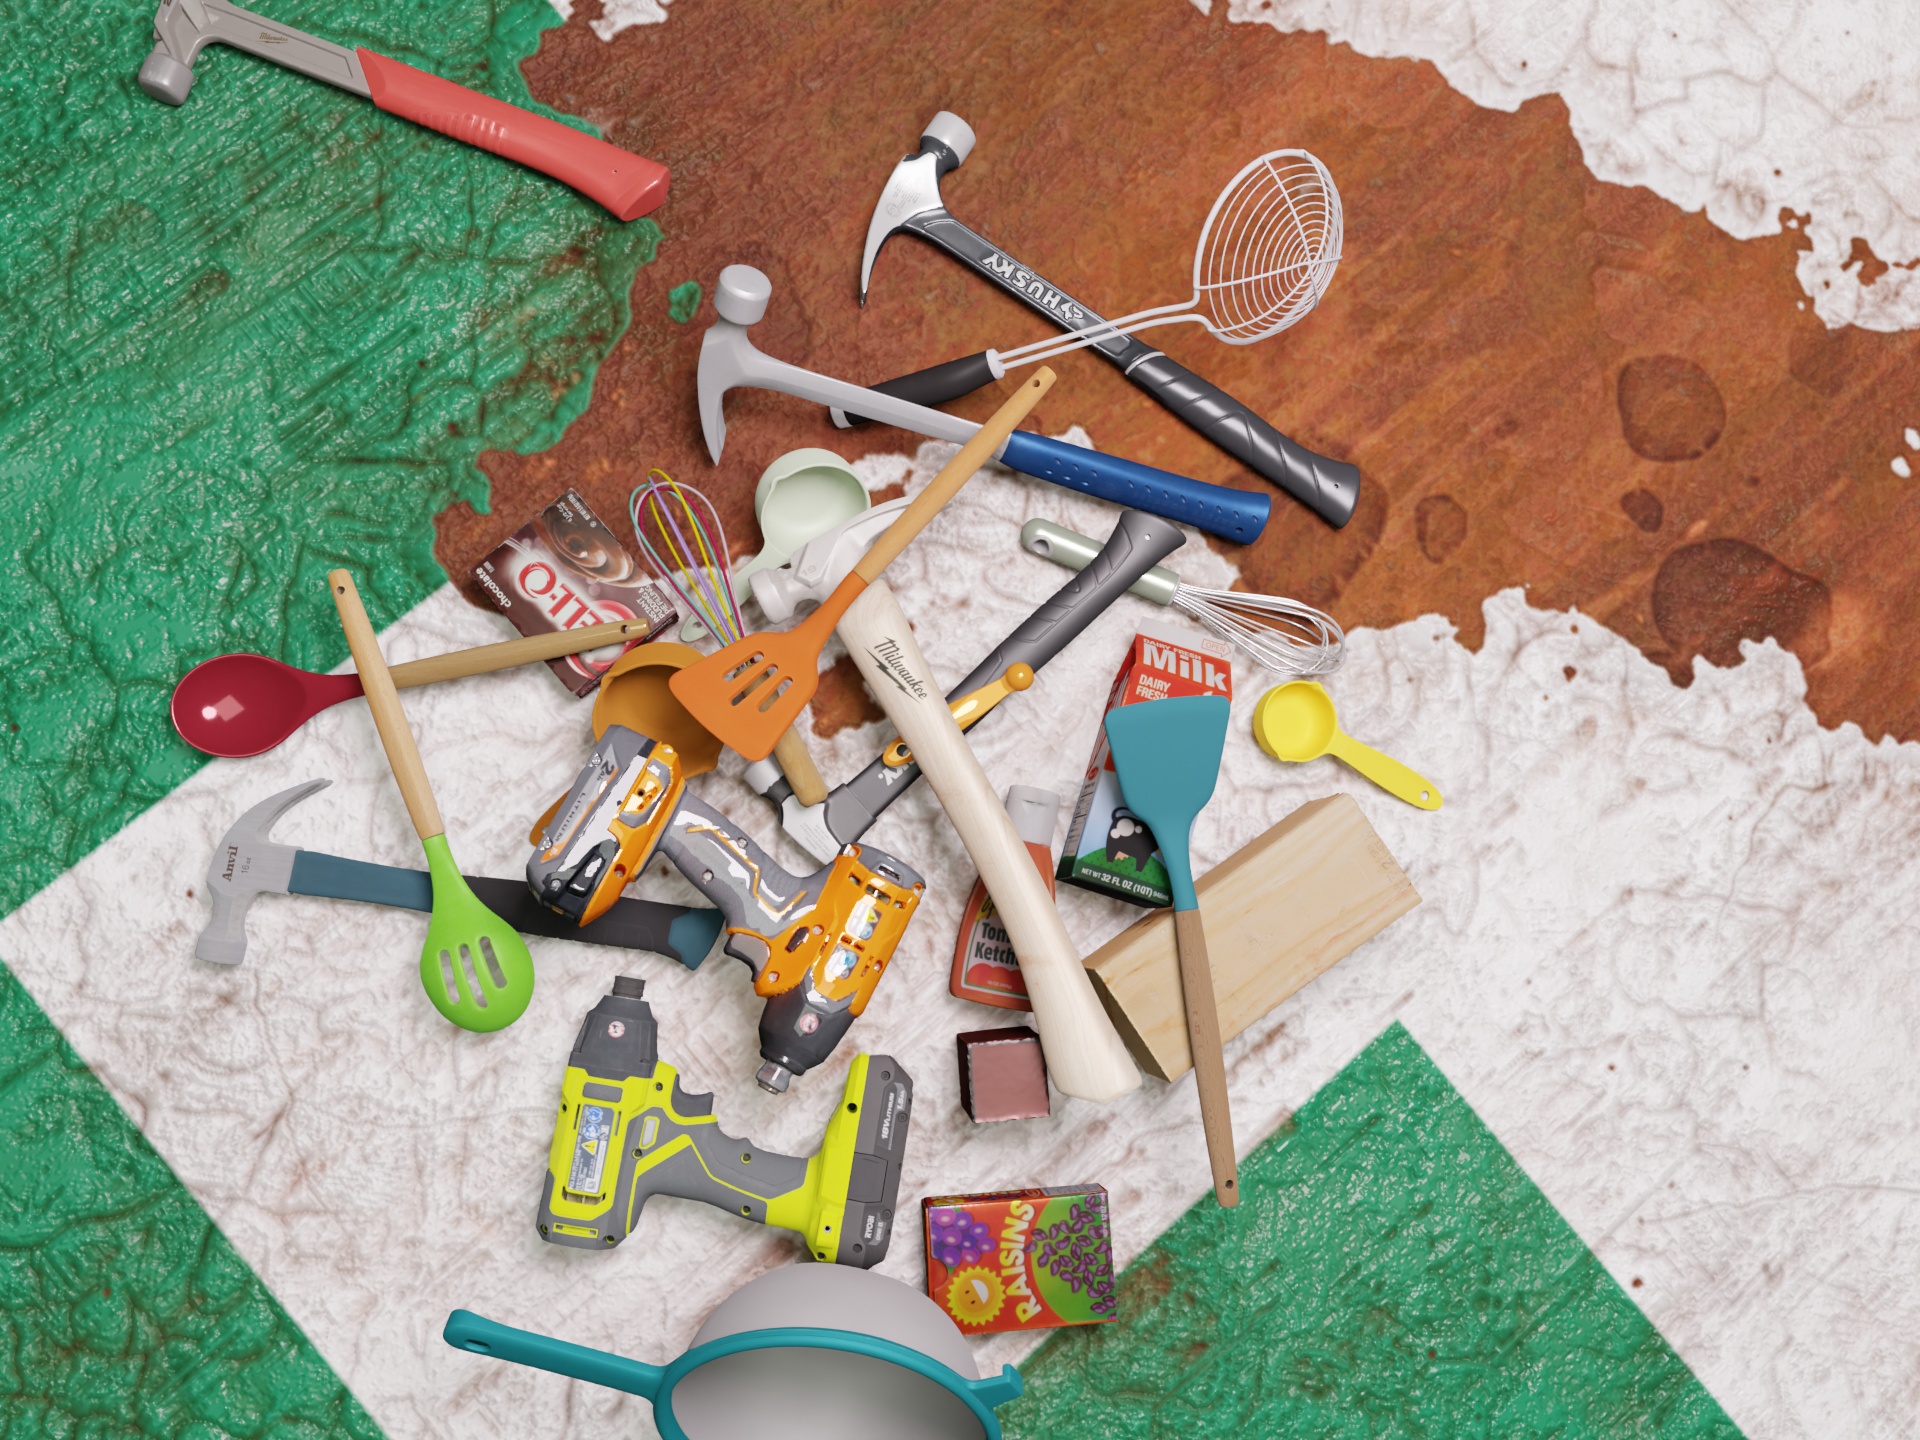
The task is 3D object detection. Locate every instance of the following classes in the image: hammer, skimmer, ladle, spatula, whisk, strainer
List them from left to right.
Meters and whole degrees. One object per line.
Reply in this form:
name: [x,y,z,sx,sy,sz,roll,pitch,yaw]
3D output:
ladle: [-0.358,-0.032,1.044,0.315,0.031,0.069,-11,91,2]
hammer: [-0.373,-0.443,1.108,0.359,0.036,0.149,20,82,-3]
hammer: [-0.322,0.119,1.048,0.331,0.033,0.128,10,83,-5]
whisk: [-0.150,-0.054,1.043,0.047,0.051,0.245,-27,90,32]
strainer: [-0.138,0.384,0.981,0.340,0.210,0.095,17,37,-5]
spatula: [-0.049,-0.111,1.019,0.081,0.041,0.322,41,84,11]
hammer: [0.015,0.049,1.024,0.146,0.038,0.411,-28,79,1]
hammer: [0.018,-0.188,1.092,0.405,0.144,0.035,15,48,-12]
hammer: [0.023,-0.020,1.081,0.335,0.035,0.146,-42,89,-2]
skimmer: [0.081,-0.279,1.082,0.363,0.127,0.090,-13,51,18]
hammer: [0.113,-0.263,1.138,0.409,0.036,0.149,34,82,-1]
whisk: [0.158,-0.089,1.120,0.246,0.057,0.059,22,47,0]
spatula: [0.147,0.145,0.997,0.082,0.044,0.317,-7,84,-10]

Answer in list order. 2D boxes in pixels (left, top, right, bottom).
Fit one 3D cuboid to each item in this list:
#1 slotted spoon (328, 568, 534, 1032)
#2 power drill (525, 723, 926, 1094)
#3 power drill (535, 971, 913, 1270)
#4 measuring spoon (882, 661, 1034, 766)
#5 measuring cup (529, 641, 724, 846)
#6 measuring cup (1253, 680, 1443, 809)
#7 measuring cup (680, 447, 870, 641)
slotted spoon: [-0.349,0.051,1.018,0.070,0.031,0.314,-20,88,-4]
power drill: [-0.153,0.120,0.995,0.226,0.084,0.164,29,71,-7]
power drill: [-0.147,0.262,1.029,0.223,0.080,0.171,10,79,-2]
measuring spoon: [-0.002,-0.003,1.057,0.117,0.011,0.021,-32,88,-2]
measuring cup: [-0.227,0.018,1.065,0.173,0.052,0.095,-42,111,16]
measuring cup: [0.275,0.024,1.131,0.156,0.029,0.062,29,81,-14]
measuring cup: [-0.135,-0.119,1.087,0.167,0.038,0.083,-42,131,13]
